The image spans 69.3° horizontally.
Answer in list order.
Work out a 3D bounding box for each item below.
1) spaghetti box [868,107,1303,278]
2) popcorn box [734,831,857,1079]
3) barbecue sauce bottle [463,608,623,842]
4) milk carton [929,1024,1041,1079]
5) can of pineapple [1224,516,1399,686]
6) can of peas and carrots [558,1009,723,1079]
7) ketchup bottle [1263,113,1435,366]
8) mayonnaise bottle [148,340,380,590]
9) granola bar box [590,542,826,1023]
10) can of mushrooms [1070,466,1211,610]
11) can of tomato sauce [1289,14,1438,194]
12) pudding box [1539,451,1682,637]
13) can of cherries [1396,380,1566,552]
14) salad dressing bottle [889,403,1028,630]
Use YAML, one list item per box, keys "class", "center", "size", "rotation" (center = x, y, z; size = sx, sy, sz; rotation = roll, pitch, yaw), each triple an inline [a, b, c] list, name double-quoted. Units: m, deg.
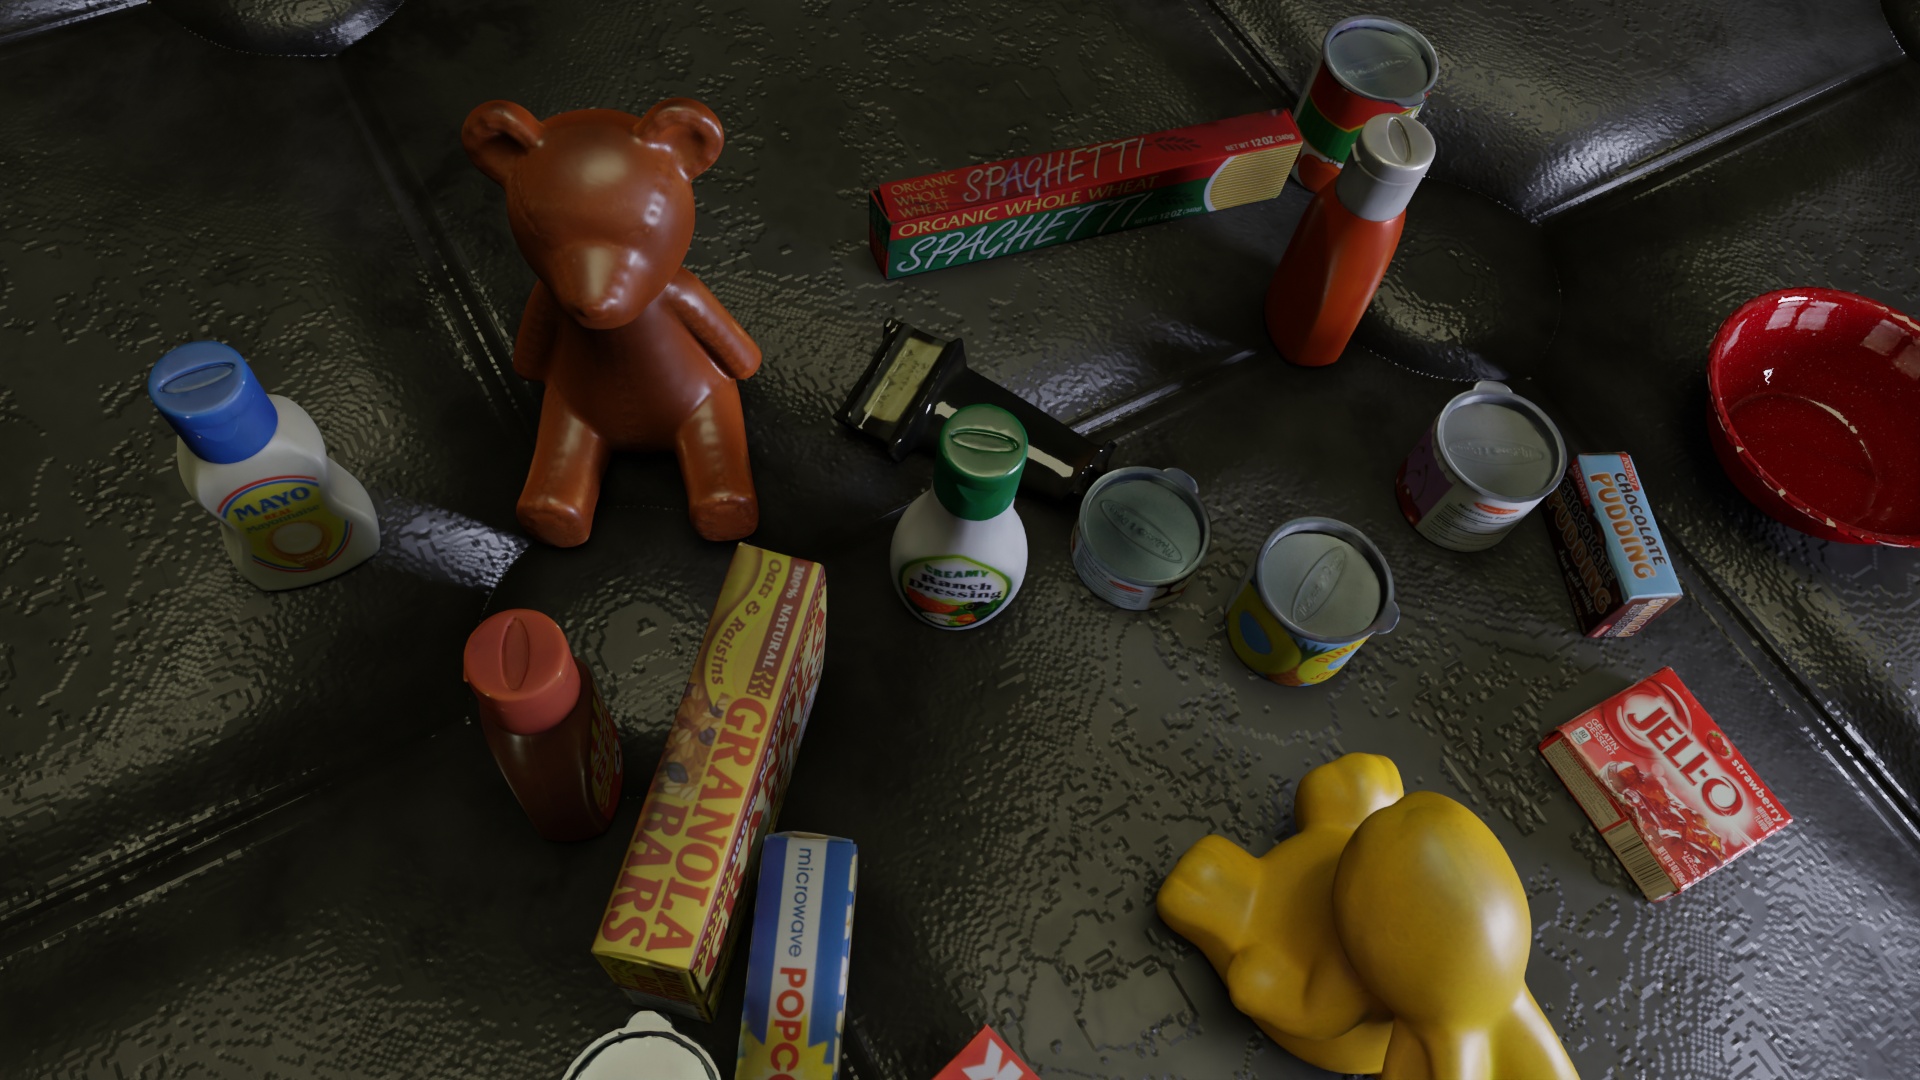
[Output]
- class: "spaghetti box"
  center: [0.071, -0.196, 0.782]
  size: [0.251, 0.050, 0.029]
  rotation: [-14, 65, -13]
- class: "popcorn box"
  center: [-0.064, 0.188, 0.548]
  size: [0.038, 0.084, 0.127]
  rotation: [5, 62, -3]
- class: "barbecue sauce bottle"
  center: [-0.167, 0.073, 0.561]
  size: [0.044, 0.147, 0.065]
  rotation: [-4, 64, -8]
- class: "milk carton"
  center: [0.004, 0.225, 0.477]
  size: [0.072, 0.189, 0.074]
  rotation: [43, 67, 15]
- class: "can of pineapple"
  center: [0.168, 0.032, 0.669]
  size: [0.071, 0.057, 0.071]
  rotation: [3, 63, -5]
- class: "can of peas and carrots"
  center: [-0.122, 0.223, 0.538]
  size: [0.071, 0.058, 0.071]
  rotation: [3, 63, -5]
- class: "ketchup bottle"
  center: [0.199, -0.155, 0.718]
  size: [0.043, 0.148, 0.065]
  rotation: [-1, 63, -7]
- class: "mayonnaise bottle"
  center: [-0.302, -0.029, 0.600]
  size: [0.065, 0.147, 0.041]
  rotation: [-22, 67, -16]
- class: "granola bar box"
  center: [-0.095, 0.102, 0.567]
  size: [0.039, 0.123, 0.166]
  rotation: [14, 62, 1]
- class: "can of mushrooms"
  center: [0.091, -0.002, 0.692]
  size: [0.071, 0.033, 0.071]
  rotation: [3, 63, -5]
- class: "can of tomato sauce"
  center: [0.231, -0.249, 0.808]
  size: [0.071, 0.082, 0.071]
  rotation: [3, 63, -5]
- class: "pudding box"
  center: [0.329, 0.002, 0.706]
  size: [0.030, 0.049, 0.084]
  rotation: [-3, 63, -7]
- class: "can of cherries"
  center: [0.266, -0.037, 0.715]
  size: [0.071, 0.058, 0.072]
  rotation: [3, 63, -5]
- class: "salad dressing bottle"
  center: [0.002, -0.008, 0.622]
  size: [0.064, 0.147, 0.044]
  rotation: [9, 63, -1]
